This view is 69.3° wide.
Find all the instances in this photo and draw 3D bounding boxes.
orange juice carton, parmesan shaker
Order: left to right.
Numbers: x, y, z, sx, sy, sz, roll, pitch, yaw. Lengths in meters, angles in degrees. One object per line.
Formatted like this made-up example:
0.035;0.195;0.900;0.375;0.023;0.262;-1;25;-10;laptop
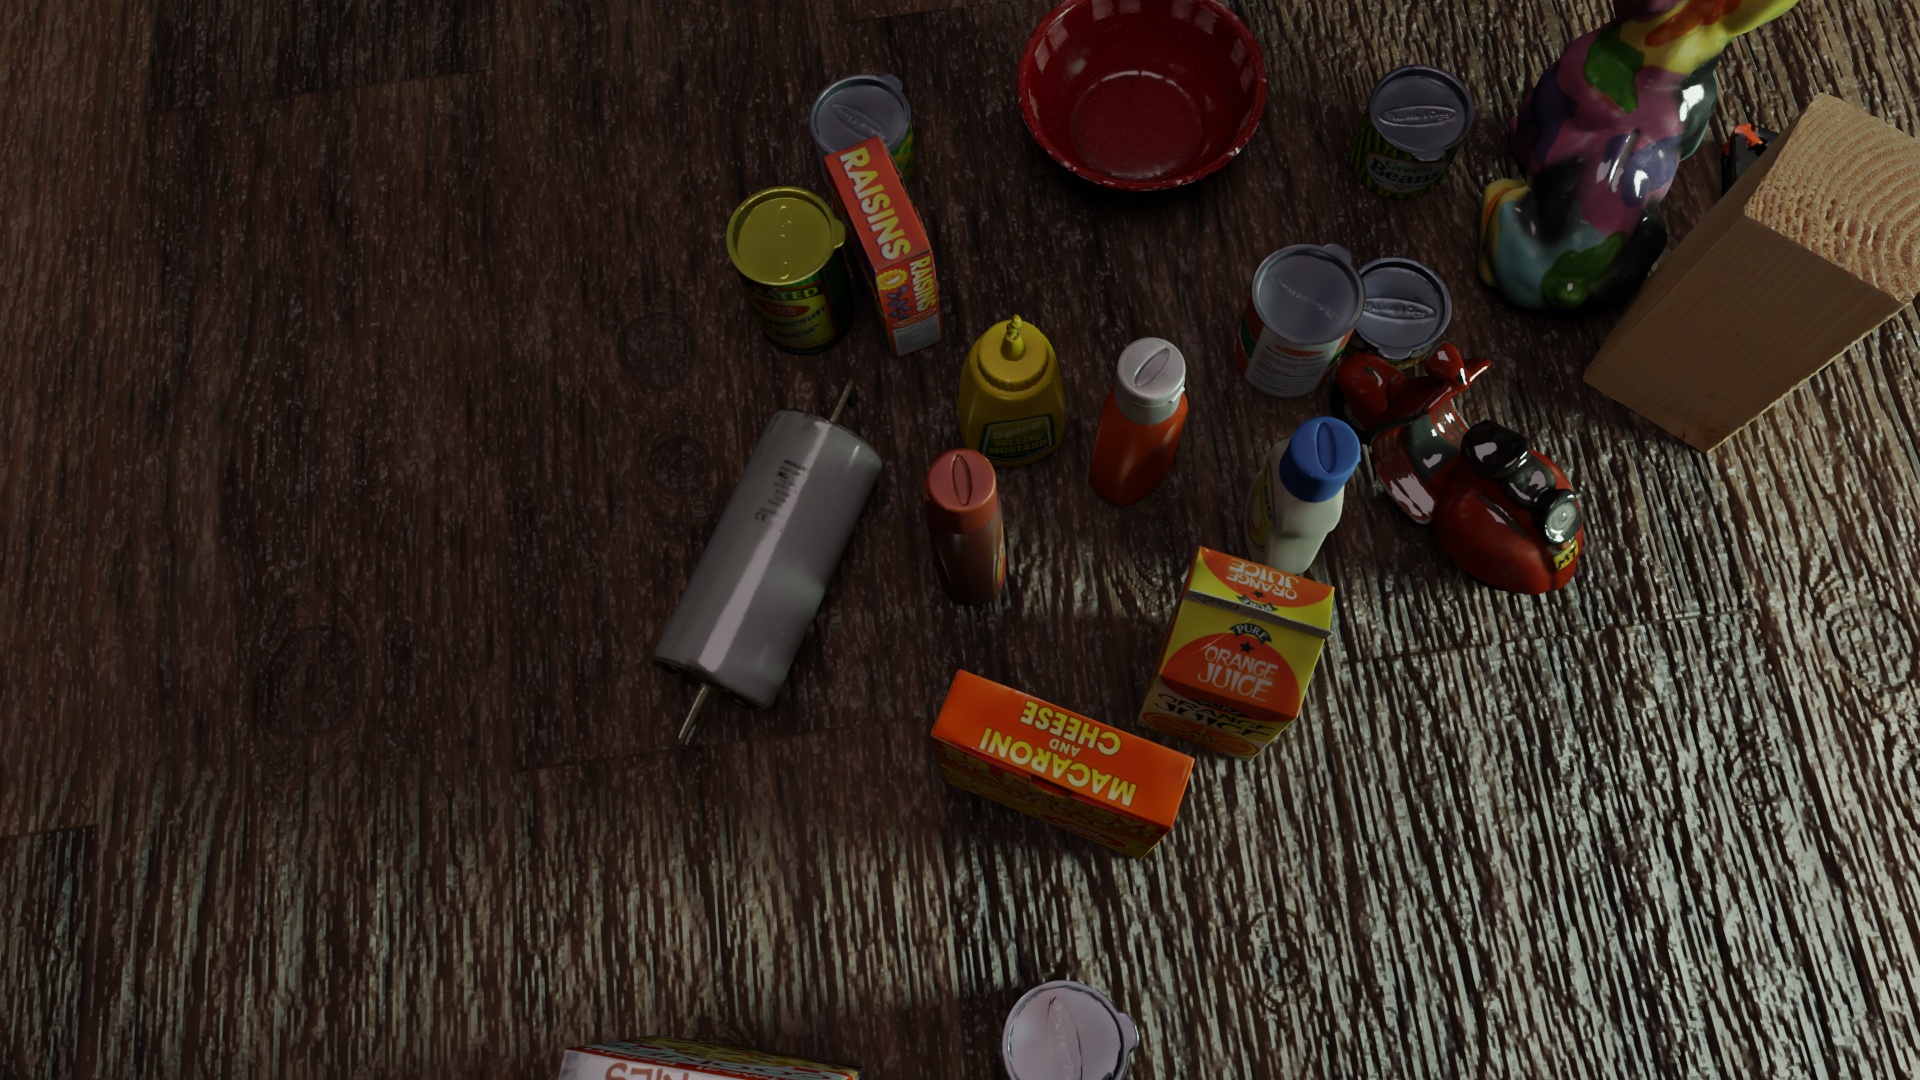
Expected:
-0.101;-0.165;0.868;0.071;0.102;0.071;-1;73;2;parmesan shaker
0.144;0.060;0.738;0.072;0.192;0.073;18;74;8;orange juice carton

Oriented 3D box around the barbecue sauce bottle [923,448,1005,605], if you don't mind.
0.003;-0.010;0.790;0.044;0.148;0.065;-7;73;0;barbecue sauce bottle

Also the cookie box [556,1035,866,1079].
-0.119;0.279;0.693;0.123;0.167;0.040;7;73;5;cookie box

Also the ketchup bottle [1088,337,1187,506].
0.105;-0.070;0.804;0.043;0.148;0.065;39;78;13;ketchup bottle

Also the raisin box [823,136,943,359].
-0.045;-0.178;0.859;0.040;0.123;0.086;-22;73;-4;raisin box

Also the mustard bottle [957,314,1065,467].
0.029;-0.089;0.808;0.065;0.159;0.049;-10;73;0;mustard bottle

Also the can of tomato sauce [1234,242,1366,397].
0.207;-0.135;0.855;0.071;0.083;0.071;-1;73;2;can of tomato sauce

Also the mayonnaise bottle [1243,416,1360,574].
0.192;-0.027;0.787;0.041;0.147;0.065;-2;73;2;mayonnaise bottle

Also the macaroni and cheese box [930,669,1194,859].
0.052;0.123;0.736;0.124;0.166;0.040;20;75;9;macaroni and cheese box

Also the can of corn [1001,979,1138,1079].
0.058;0.270;0.745;0.071;0.058;0.071;-1;72;2;can of corn

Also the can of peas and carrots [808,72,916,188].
-0.062;-0.266;0.922;0.071;0.058;0.071;-1;73;2;can of peas and carrots

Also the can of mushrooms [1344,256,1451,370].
0.273;-0.141;0.880;0.071;0.033;0.071;-1;72;2;can of mushrooms

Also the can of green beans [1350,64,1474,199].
0.293;-0.265;0.906;0.071;0.057;0.071;-1;72;2;can of green beans
